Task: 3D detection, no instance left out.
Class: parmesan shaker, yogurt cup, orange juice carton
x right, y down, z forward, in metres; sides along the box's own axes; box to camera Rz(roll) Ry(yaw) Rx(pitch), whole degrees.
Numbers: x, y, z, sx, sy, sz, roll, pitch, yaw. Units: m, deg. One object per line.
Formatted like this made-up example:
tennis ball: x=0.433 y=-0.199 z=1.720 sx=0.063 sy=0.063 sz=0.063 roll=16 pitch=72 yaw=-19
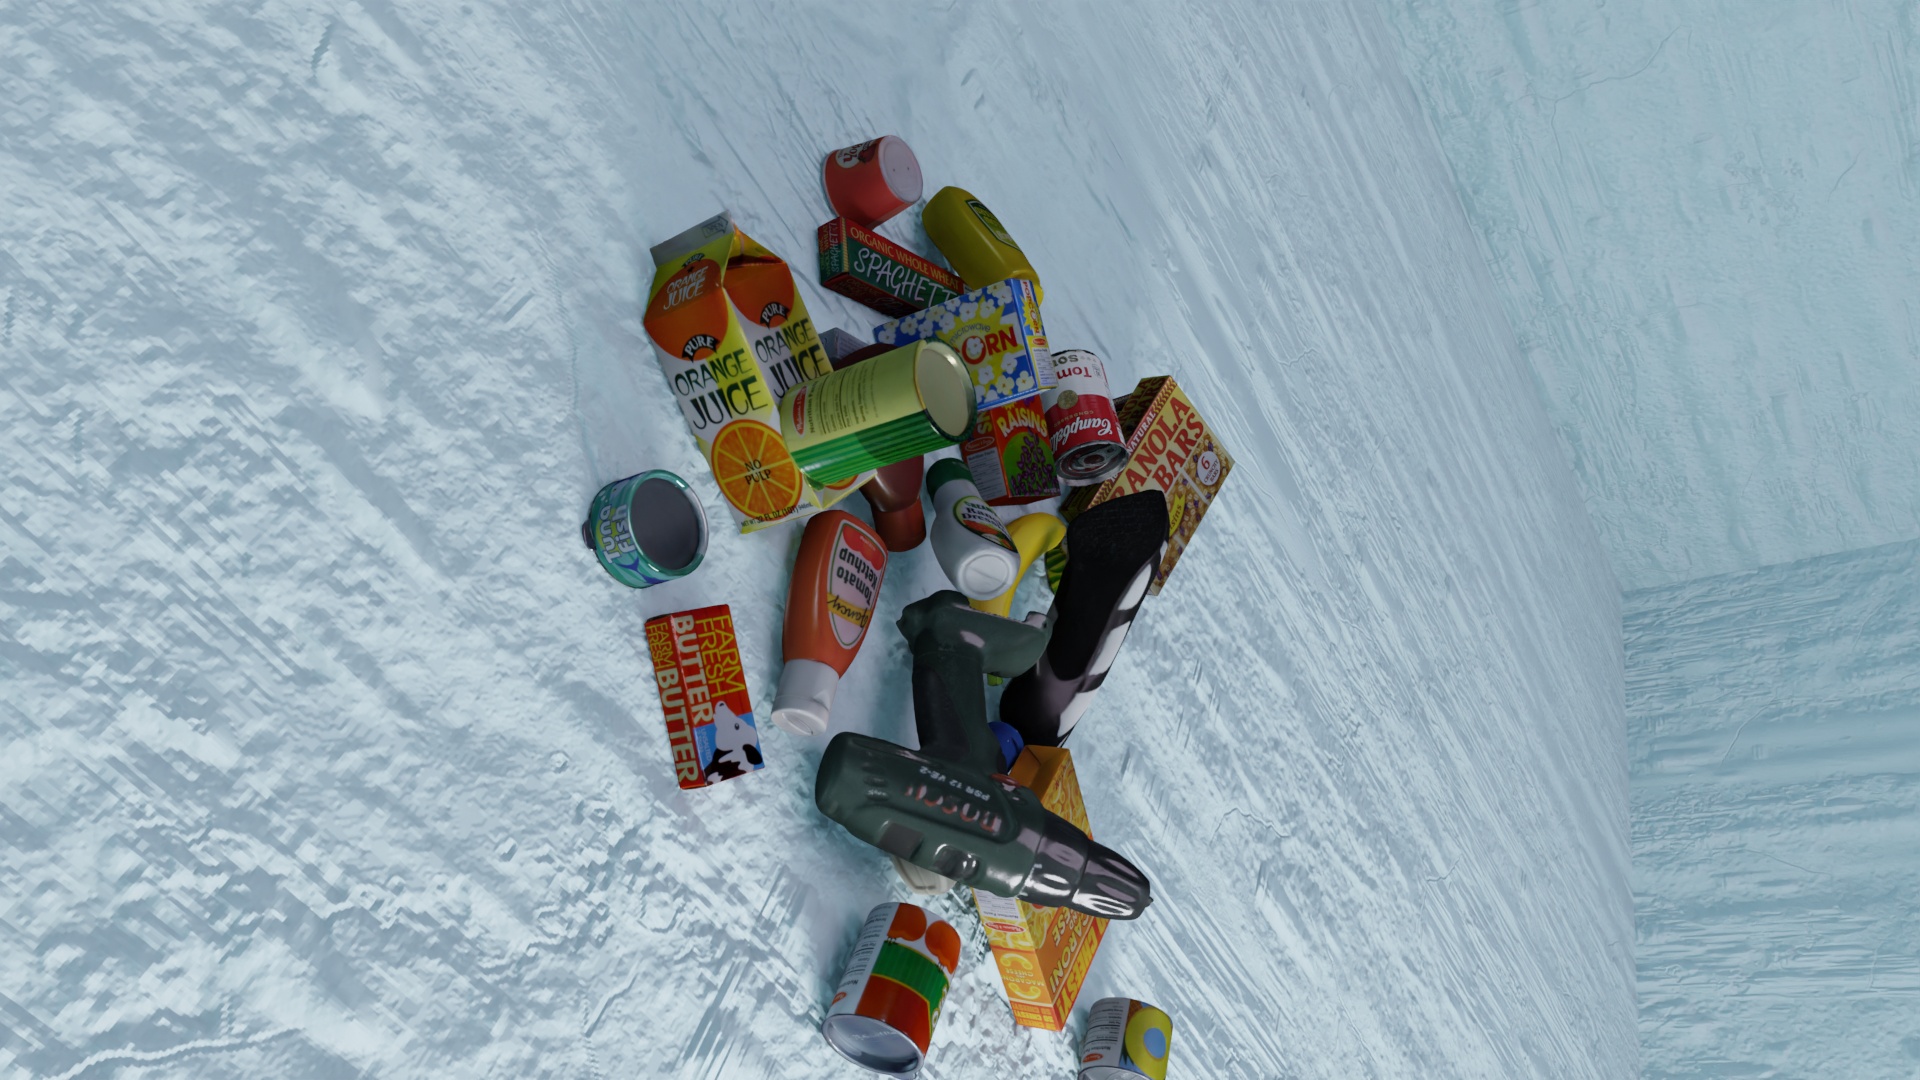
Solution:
parmesan shaker: x=-0.049 y=-0.075 z=0.838 sx=0.071 sy=0.103 sz=0.071 roll=27 pitch=56 yaw=-50
yogurt cup: x=-0.066 y=-0.277 z=1.070 sx=0.072 sy=0.054 sz=0.072 roll=25 pitch=58 yaw=-49
orange juice carton: x=-0.134 y=-0.108 z=0.887 sx=0.073 sy=0.071 sz=0.192 roll=-40 pitch=111 yaw=-54

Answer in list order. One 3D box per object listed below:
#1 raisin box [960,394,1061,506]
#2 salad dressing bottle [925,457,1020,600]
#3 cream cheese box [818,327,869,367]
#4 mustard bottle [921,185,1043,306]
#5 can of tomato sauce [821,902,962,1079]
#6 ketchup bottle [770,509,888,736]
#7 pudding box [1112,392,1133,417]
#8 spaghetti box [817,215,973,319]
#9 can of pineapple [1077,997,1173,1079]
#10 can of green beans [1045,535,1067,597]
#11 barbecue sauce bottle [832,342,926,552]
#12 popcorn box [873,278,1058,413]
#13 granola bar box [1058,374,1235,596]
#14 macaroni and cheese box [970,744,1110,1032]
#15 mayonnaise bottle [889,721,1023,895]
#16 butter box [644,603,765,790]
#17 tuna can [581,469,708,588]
raisin box: x=0.036 y=-0.092 z=1.156 sx=0.086 sy=0.040 sz=0.123 roll=-4 pitch=80 yaw=-55
salad dressing bottle: x=0.004 y=-0.013 z=1.019 sx=0.064 sy=0.044 sz=0.148 roll=23 pitch=22 yaw=-24
cream cheese box: x=-0.075 y=-0.118 z=0.994 sx=0.104 sy=0.053 sz=0.024 roll=22 pitch=61 yaw=-50
mustard bottle: x=0.028 y=-0.223 z=1.128 sx=0.065 sy=0.048 sz=0.161 roll=13 pitch=36 yaw=-51
can of tomato sauce: x=-0.040 y=0.281 z=0.872 sx=0.071 sy=0.071 sz=0.083 roll=55 pitch=38 yaw=-27
ketchup bottle: x=-0.089 y=0.055 z=0.913 sx=0.064 sy=0.043 sz=0.149 roll=44 pitch=45 yaw=-38
pudding box: x=0.171 y=-0.100 z=1.345 sx=0.083 sy=0.049 sz=0.030 roll=62 pitch=34 yaw=-19
spaghetti box: x=-0.023 y=-0.195 z=1.121 sx=0.250 sy=0.028 sz=0.050 roll=15 pitch=65 yaw=-52
can of pineapple: x=0.129 y=0.394 z=1.071 sx=0.071 sy=0.071 sz=0.058 roll=50 pitch=41 yaw=-32
can of green beans: x=0.116 y=0.023 z=1.208 sx=0.071 sy=0.057 sz=0.071 roll=27 pitch=56 yaw=-48
barbecue sauce bottle: x=-0.053 y=-0.060 z=0.969 sx=0.065 sy=0.044 sz=0.147 roll=-39 pitch=135 yaw=-33
popcorn box: x=0.004 y=-0.139 z=1.050 sx=0.038 sy=0.126 sz=0.085 roll=-12 pitch=88 yaw=-59
granola bar box: x=0.175 y=-0.051 z=1.286 sx=0.124 sy=0.039 sz=0.166 roll=47 pitch=64 yaw=-29
macaroni and cheese box: x=0.060 y=0.254 z=1.018 sx=0.124 sy=0.040 sz=0.165 roll=-53 pitch=135 yaw=-49
mayonnaise bottle: x=0.000 y=0.184 z=0.991 sx=0.149 sy=0.041 sz=0.064 roll=-46 pitch=119 yaw=-51
butter box: x=-0.152 y=0.092 z=0.825 sx=0.053 sy=0.024 sz=0.103 roll=-9 pitch=85 yaw=-57
tuna can: x=-0.183 y=-0.007 z=0.811 sx=0.071 sy=0.032 sz=0.071 roll=27 pitch=55 yaw=-48
